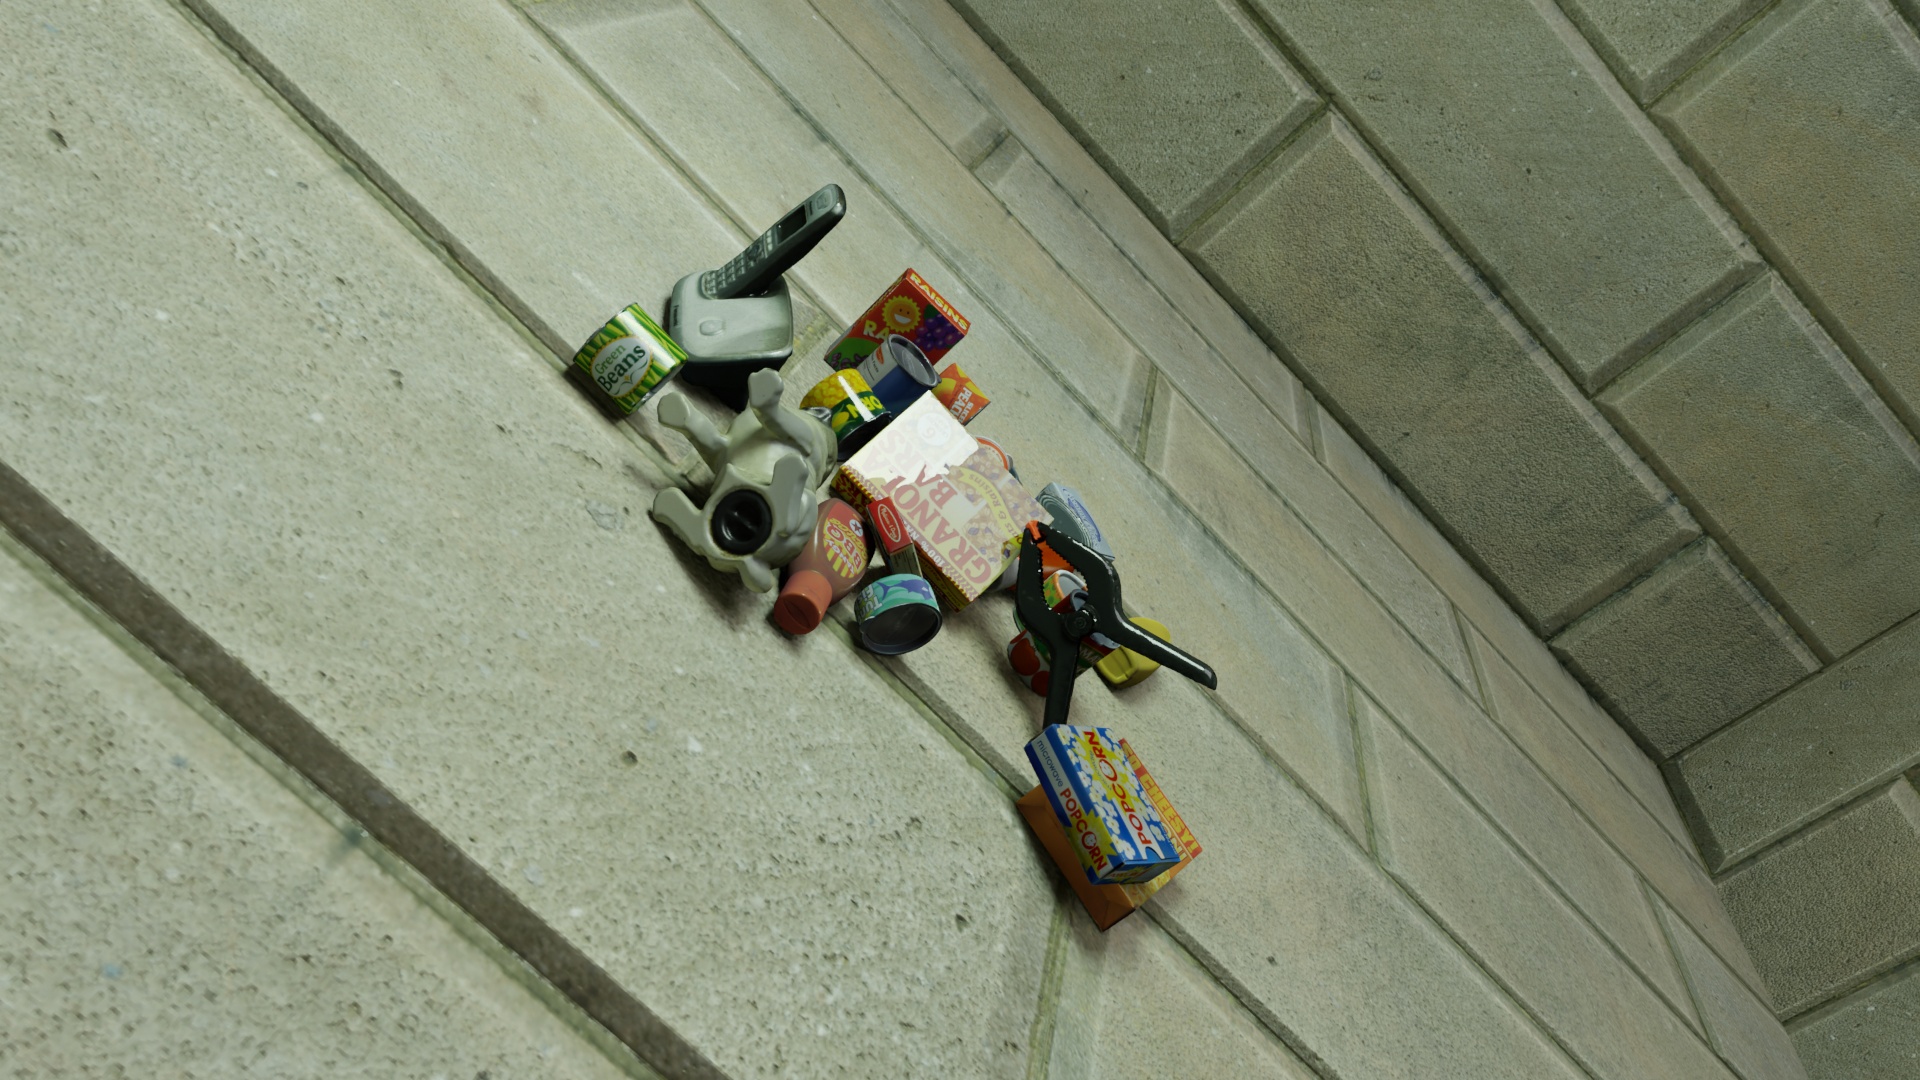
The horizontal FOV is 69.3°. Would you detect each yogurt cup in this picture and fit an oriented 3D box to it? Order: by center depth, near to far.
[{"bbox_3d":[0.012,-0.064,1.398,0.072,0.072,0.054,41,33,-19],"label":"yogurt cup"}]

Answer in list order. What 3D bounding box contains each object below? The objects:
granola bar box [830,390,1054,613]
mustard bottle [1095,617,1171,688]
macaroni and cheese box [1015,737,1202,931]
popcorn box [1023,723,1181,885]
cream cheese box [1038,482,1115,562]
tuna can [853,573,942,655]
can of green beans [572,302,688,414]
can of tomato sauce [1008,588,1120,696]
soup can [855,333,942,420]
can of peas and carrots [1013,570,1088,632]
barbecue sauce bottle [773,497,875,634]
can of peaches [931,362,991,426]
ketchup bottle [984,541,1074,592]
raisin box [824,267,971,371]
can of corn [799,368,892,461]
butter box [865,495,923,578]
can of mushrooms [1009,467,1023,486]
[{"bbox_3d":[-0.016,-0.035,1.251,0.165,0.039,0.125,46,61,0],"label":"granola bar box"},{"bbox_3d":[0.188,0.112,1.453,0.065,0.048,0.160,55,24,12],"label":"mustard bottle"},{"bbox_3d":[0.128,0.243,1.172,0.124,0.040,0.167,55,25,13],"label":"macaroni and cheese box"},{"bbox_3d":[0.112,0.208,1.101,0.085,0.038,0.127,15,40,-50],"label":"popcorn box"},{"bbox_3d":[0.132,-0.017,1.576,0.053,0.024,0.104,15,41,-52],"label":"cream cheese box"},{"bbox_3d":[-0.052,0.059,1.106,0.071,0.071,0.033,25,33,-43],"label":"tuna can"},{"bbox_3d":[-0.250,-0.138,1.058,0.058,0.071,0.071,46,24,-8],"label":"can of green beans"},{"bbox_3d":[0.095,0.096,1.277,0.071,0.083,0.071,38,26,-23],"label":"can of tomato sauce"},{"bbox_3d":[-0.072,-0.147,1.351,0.071,0.083,0.072,39,26,-23],"label":"soup can"},{"bbox_3d":[0.095,0.073,1.341,0.071,0.058,0.071,38,27,-23],"label":"can of peas and carrots"},{"bbox_3d":[-0.109,0.023,1.088,0.064,0.043,0.149,52,23,-15],"label":"barbecue sauce bottle"},{"bbox_3d":[-0.011,-0.146,1.471,0.058,0.071,0.071,48,24,-2],"label":"can of peaches"},{"bbox_3d":[0.059,0.023,1.365,0.065,0.043,0.149,33,19,21],"label":"ketchup bottle"},{"bbox_3d":[-0.063,-0.200,1.394,0.086,0.123,0.040,43,25,-14],"label":"raisin box"},{"bbox_3d":[-0.104,-0.116,1.267,0.058,0.071,0.071,54,24,13],"label":"can of corn"},{"bbox_3d":[-0.052,0.012,1.162,0.103,0.024,0.053,77,-12,-60],"label":"butter box"},{"bbox_3d":[0.030,-0.069,1.470,0.071,0.033,0.071,39,25,-22],"label":"can of mushrooms"}]
